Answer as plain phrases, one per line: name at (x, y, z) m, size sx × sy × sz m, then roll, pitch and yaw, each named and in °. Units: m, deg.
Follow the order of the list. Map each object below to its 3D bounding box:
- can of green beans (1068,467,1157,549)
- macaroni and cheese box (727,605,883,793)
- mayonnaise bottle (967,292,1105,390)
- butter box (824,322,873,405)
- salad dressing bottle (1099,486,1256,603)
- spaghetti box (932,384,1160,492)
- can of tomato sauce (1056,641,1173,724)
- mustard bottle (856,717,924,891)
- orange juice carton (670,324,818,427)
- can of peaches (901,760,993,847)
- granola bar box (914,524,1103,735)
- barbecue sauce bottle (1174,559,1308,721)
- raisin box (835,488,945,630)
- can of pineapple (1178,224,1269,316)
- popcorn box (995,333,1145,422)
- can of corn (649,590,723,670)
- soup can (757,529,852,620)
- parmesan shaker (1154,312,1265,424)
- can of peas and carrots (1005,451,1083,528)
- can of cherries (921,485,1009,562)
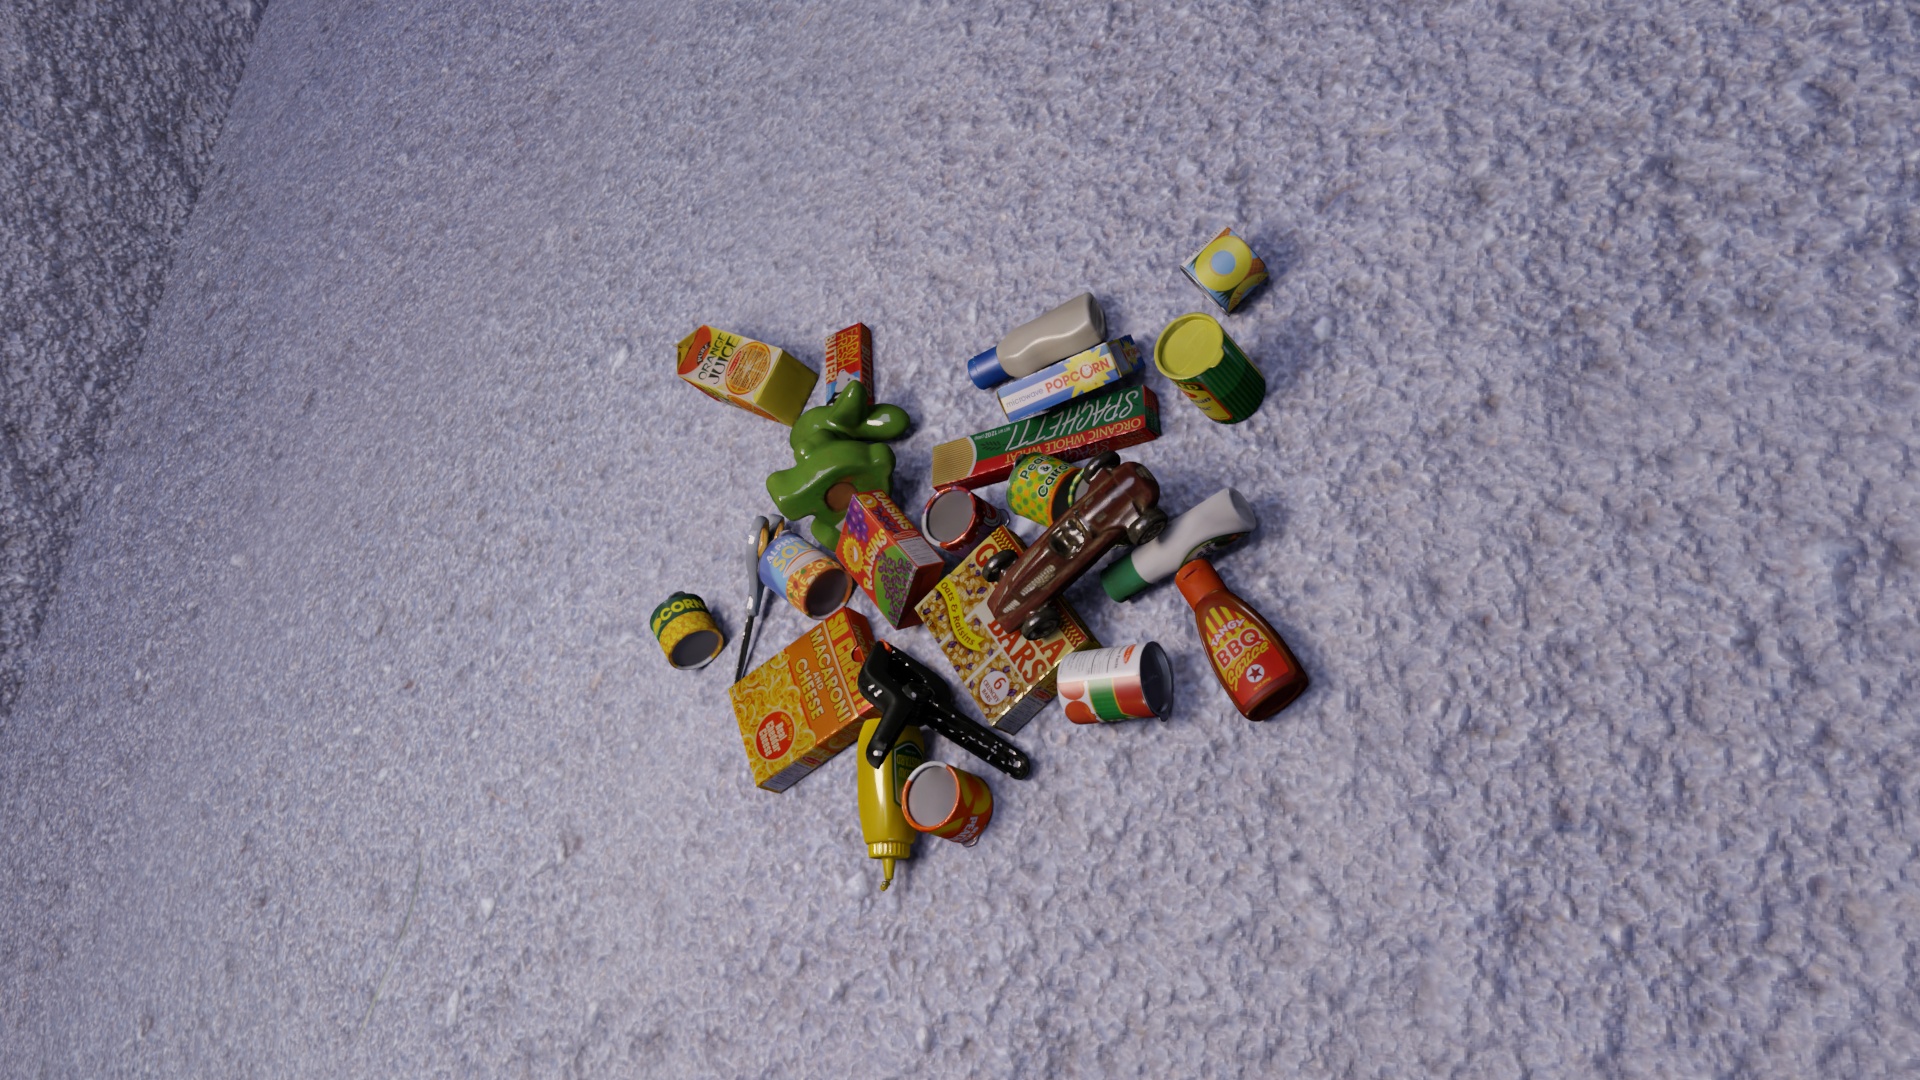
can of green beans at (0.142, -0.035, 1.304) m, size 0.071 × 0.057 × 0.071 m, roll -15°, pitch 62°, yaw 29°
macaroni and cheese box at (-0.154, 0.164, 1.431) m, size 0.166 × 0.040 × 0.124 m, roll -36°, pitch 54°, yaw 17°
mayonnaise bottle at (0.077, -0.201, 1.435) m, size 0.148 × 0.041 × 0.065 m, roll -24°, pitch 37°, yaw 26°
butter box at (-0.128, -0.195, 1.588) m, size 0.053 × 0.024 × 0.104 m, roll -19°, pitch 60°, yaw 28°
salad dressing bottle at (0.194, 0.007, 1.251) m, size 0.147 × 0.064 × 0.044 m, roll -34°, pitch 74°, yaw 28°
spaghetti box at (0.081, -0.099, 1.395) m, size 0.249 × 0.028 × 0.050 m, roll -14°, pitch 63°, yaw 29°
can of tomato sauce at (0.137, 0.129, 1.229) m, size 0.083 × 0.071 × 0.071 m, roll -11°, pitch 64°, yaw 31°
mustard bottle at (-0.066, 0.251, 1.318) m, size 0.048 × 0.065 × 0.160 m, roll -14°, pitch 67°, yaw 36°
orange juice carton at (-0.267, -0.201, 1.657) m, size 0.193 × 0.071 × 0.073 m, roll 21°, pitch 82°, yaw 39°
can of peaches at (-0.012, 0.244, 1.284) m, size 0.071 × 0.058 × 0.071 m, roll -15°, pitch 61°, yaw 29°
granola bar box at (0.043, 0.083, 1.331) m, size 0.124 × 0.039 × 0.166 m, roll -44°, pitch 52°, yaw 10°
barbecue sauce bottle at (0.235, 0.081, 1.196) m, size 0.064 × 0.043 × 0.149 m, roll -40°, pitch 52°, yaw 15°
raisin box at (-0.074, 0.018, 1.411) m, size 0.124 × 0.040 × 0.085 m, roll 49°, pitch 135°, yaw 34°
can of pineapple at (0.253, -0.257, 1.326) m, size 0.058 × 0.071 × 0.071 m, roll -44°, pitch 51°, yaw 11°
popcorn box at (0.108, -0.160, 1.366) m, size 0.126 × 0.085 × 0.038 m, roll -20°, pitch 94°, yaw 26°
can of corn at (-0.304, 0.100, 1.546) m, size 0.071 × 0.071 × 0.058 m, roll -45°, pitch 52°, yaw 10°
soup can at (-0.165, 0.036, 1.478) m, size 0.084 × 0.071 × 0.071 m, roll 31°, pitch 89°, yaw 39°
parmesan shaker at (0.231, -0.154, 1.268) m, size 0.071 × 0.103 × 0.071 m, roll -15°, pitch 61°, yaw 30°
can of peas and carrots at (0.087, -0.048, 1.341) m, size 0.059 × 0.071 × 0.071 m, roll 24°, pitch 84°, yaw 39°
can of cherries at (0.005, -0.017, 1.392) m, size 0.071 × 0.058 × 0.072 m, roll -15°, pitch 62°, yaw 30°
